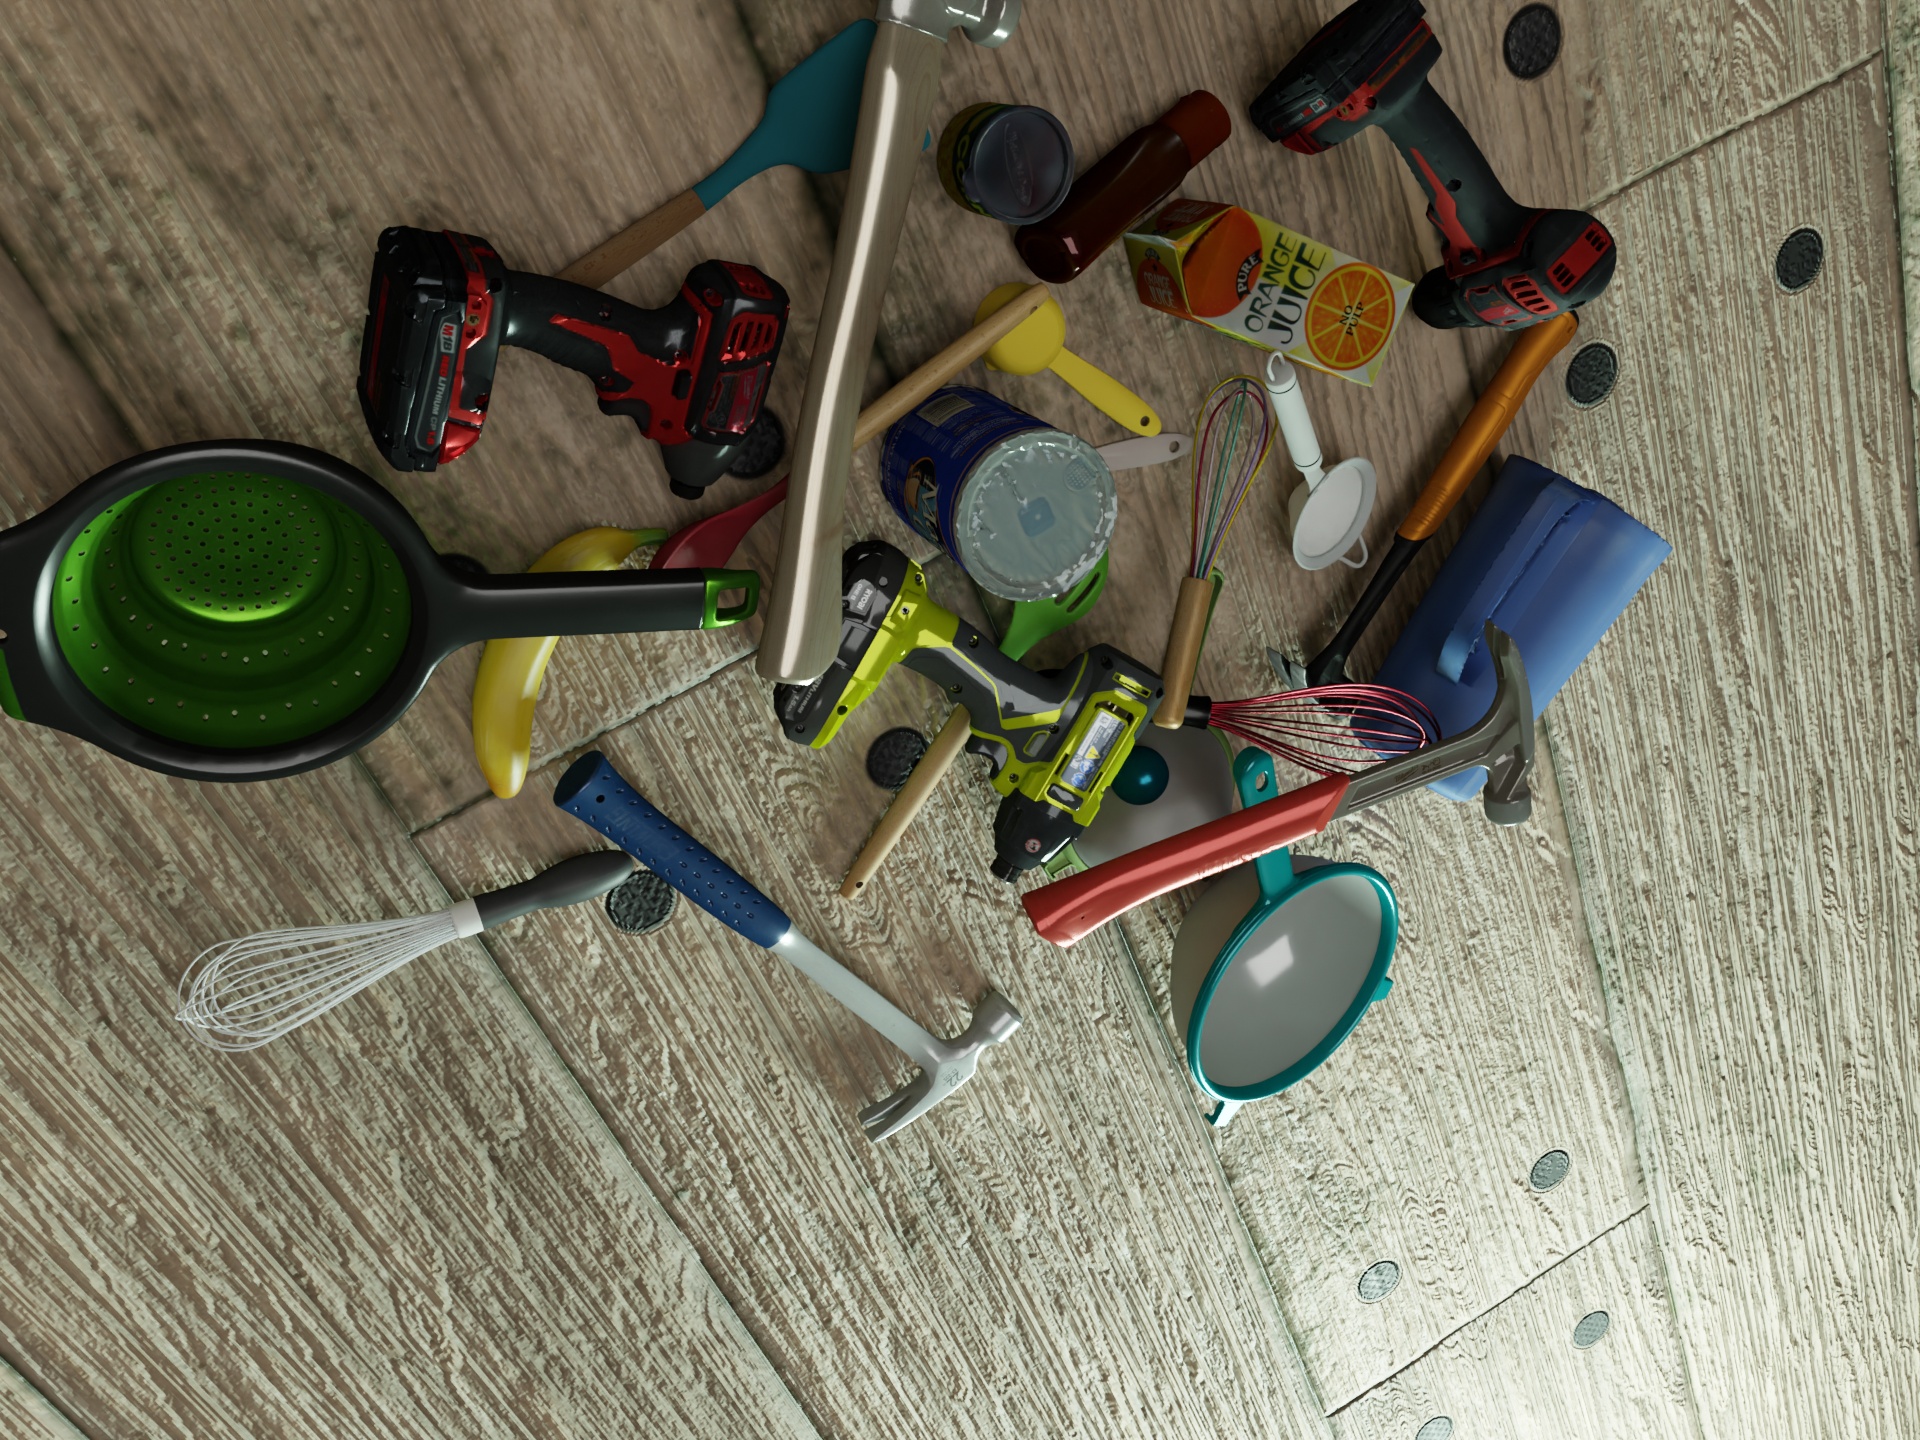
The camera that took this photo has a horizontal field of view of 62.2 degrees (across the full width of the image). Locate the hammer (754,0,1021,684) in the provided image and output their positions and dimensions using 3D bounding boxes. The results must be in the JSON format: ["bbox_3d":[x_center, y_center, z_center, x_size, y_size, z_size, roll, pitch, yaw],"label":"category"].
[{"bbox_3d":[-0.071,-0.220,0.889,0.146,0.038,0.410,1,108,-40],"label":"hammer"}]

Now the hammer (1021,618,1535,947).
[{"bbox_3d":[0.210,0.059,1.046,0.359,0.037,0.149,-20,119,-6],"label":"hammer"}]

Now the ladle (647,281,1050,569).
[{"bbox_3d":[-0.072,-0.169,0.974,0.315,0.069,0.031,-38,76,0],"label":"ladle"}]

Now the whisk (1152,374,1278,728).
[{"bbox_3d":[0.167,-0.114,1.063,0.047,0.051,0.245,14,87,-12],"label":"whisk"}]

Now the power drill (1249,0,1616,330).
[{"bbox_3d":[0.291,-0.337,1.011,0.226,0.188,0.080,43,87,-12],"label":"power drill"}]

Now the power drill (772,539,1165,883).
[{"bbox_3d":[-0.002,-0.003,1.032,0.223,0.080,0.171,28,101,-14],"label":"power drill"}]

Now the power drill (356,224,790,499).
[{"bbox_3d":[-0.211,-0.192,0.885,0.219,0.079,0.143,-2,130,-33],"label":"power drill"}]

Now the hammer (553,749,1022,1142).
[{"bbox_3d":[-0.123,0.157,1.094,0.144,0.035,0.405,-45,124,1],"label":"hammer"}]

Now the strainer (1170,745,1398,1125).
[{"bbox_3d":[0.214,0.134,1.185,0.211,0.095,0.340,-33,130,-18],"label":"strainer"}]

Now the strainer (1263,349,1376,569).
[{"bbox_3d":[0.234,-0.175,1.068,0.087,0.050,0.258,-50,149,-3],"label":"strainer"}]

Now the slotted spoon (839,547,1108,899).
[{"bbox_3d":[0.007,-0.004,1.098,0.070,0.031,0.313,29,100,-32],"label":"slotted spoon"}]

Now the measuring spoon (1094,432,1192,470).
[{"bbox_3d":[0.104,-0.176,1.069,0.124,0.018,0.034,-14,116,-18],"label":"measuring spoon"}]

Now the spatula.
[{"bbox_3d":[-0.167,-0.279,0.899,0.317,0.044,0.082,-36,131,-4],"label":"spatula"}]

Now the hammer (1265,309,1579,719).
[{"bbox_3d":[0.339,-0.158,1.147,0.337,0.034,0.127,-58,147,4],"label":"hammer"}]

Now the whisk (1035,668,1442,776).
[{"bbox_3d":[0.189,-0.003,1.097,0.296,0.073,0.073,8,110,-5],"label":"whisk"}]

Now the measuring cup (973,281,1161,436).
[{"bbox_3d":[0.077,-0.225,1.029,0.156,0.029,0.062,29,98,-27],"label":"measuring cup"}]

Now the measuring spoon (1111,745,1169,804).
[{"bbox_3d":[0.089,0.015,1.107,0.128,0.021,0.042,33,92,1],"label":"measuring spoon"}]

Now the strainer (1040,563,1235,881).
[{"bbox_3d":[0.159,0.018,1.145,0.151,0.069,0.256,4,112,-24],"label":"strainer"}]

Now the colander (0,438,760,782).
[{"bbox_3d":[-0.313,-0.080,0.886,0.397,0.095,0.204,-4,126,-23],"label":"colander"}]

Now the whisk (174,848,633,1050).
[{"bbox_3d":[-0.342,0.135,0.997,0.284,0.070,0.070,-19,118,-19],"label":"whisk"}]
